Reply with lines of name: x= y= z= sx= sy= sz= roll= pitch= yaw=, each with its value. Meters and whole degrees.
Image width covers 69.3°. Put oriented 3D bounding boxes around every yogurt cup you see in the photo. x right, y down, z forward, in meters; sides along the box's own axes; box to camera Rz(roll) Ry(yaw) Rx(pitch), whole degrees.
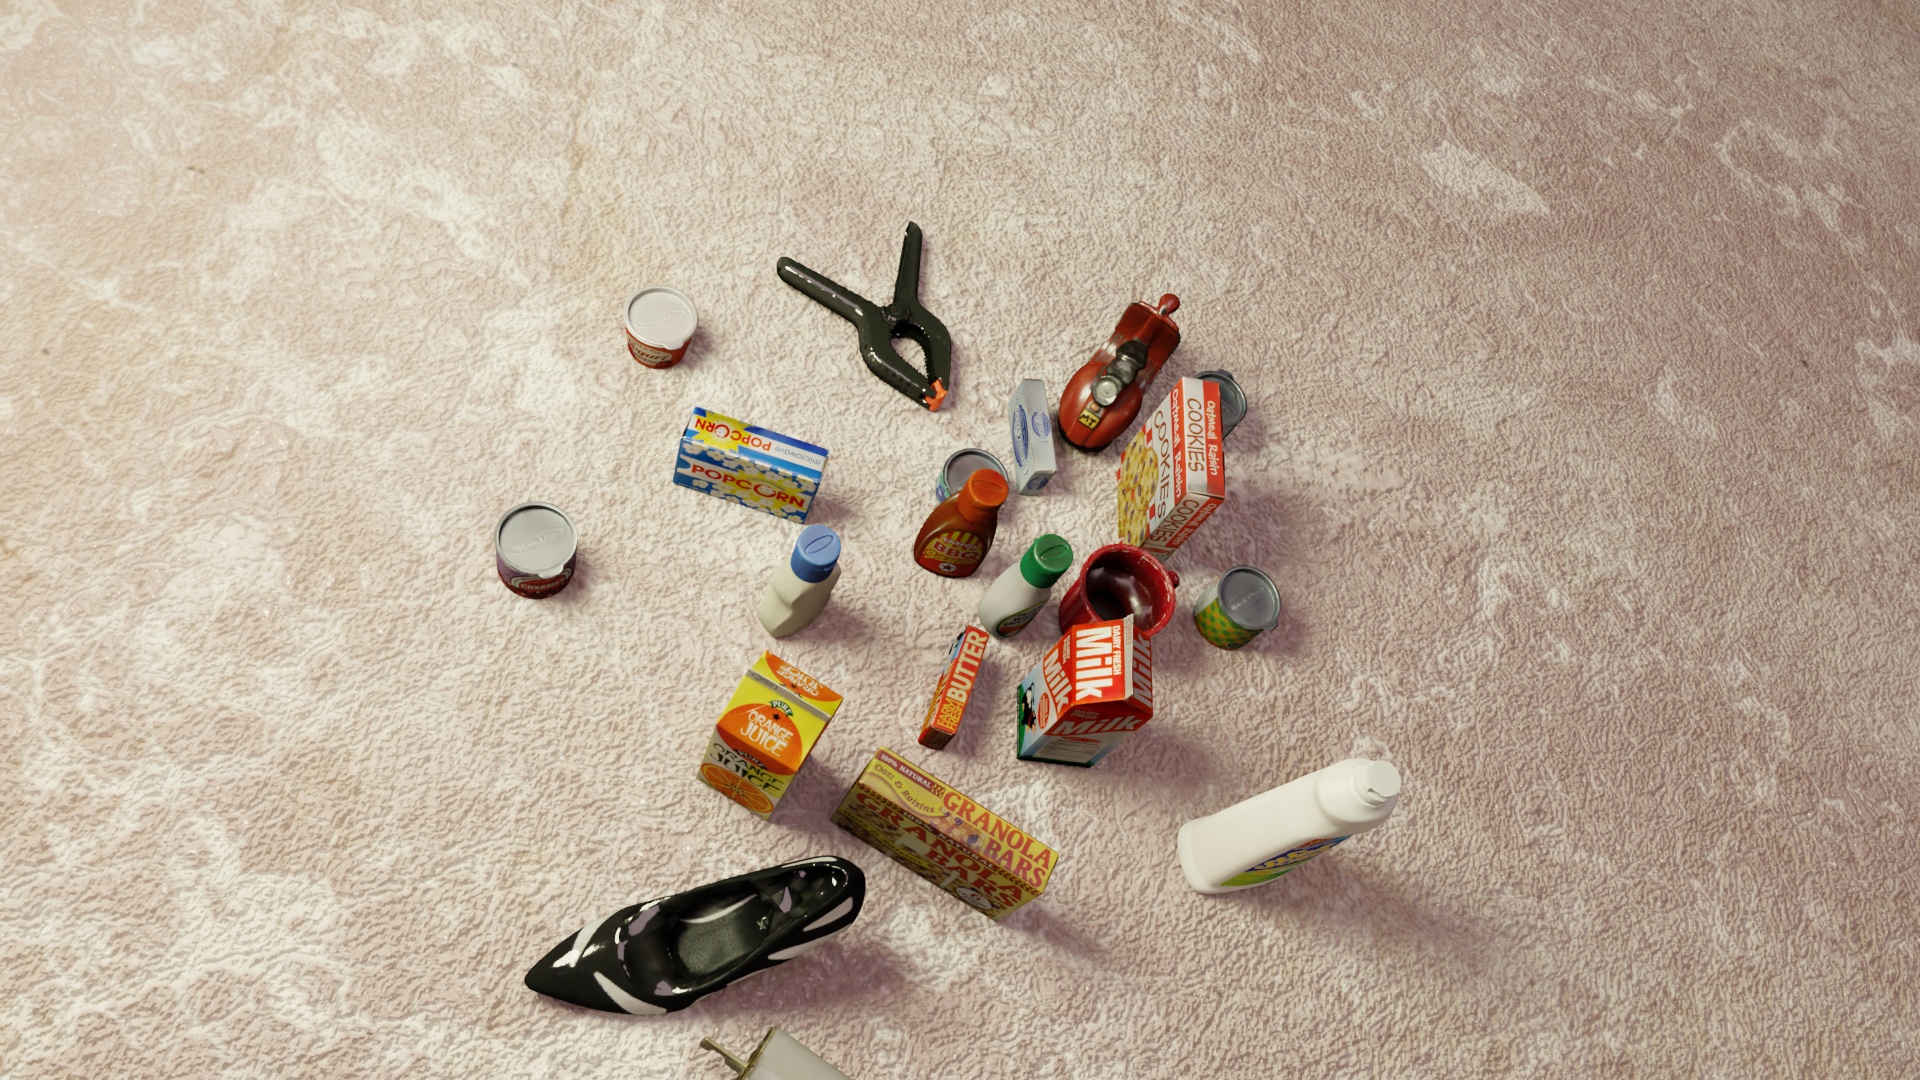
yogurt cup: x=-0.281 y=-0.196 z=1.294 sx=0.072 sy=0.053 sz=0.072 roll=7 pitch=63 yaw=-14

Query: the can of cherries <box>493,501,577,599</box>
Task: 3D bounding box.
can of cherries: x=-0.356 y=0.011 z=1.166 sx=0.071 sy=0.058 sz=0.072 roll=7 pitch=63 yaw=-14

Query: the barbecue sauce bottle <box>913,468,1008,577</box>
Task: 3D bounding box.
barbecue sauce bottle: x=0.004 y=-0.016 z=1.239 sx=0.065 sy=0.148 sz=0.044 roll=15 pitch=62 yaw=-10

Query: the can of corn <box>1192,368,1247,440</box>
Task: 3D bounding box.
can of corn: x=0.253 y=-0.133 z=1.427 sx=0.071 sy=0.058 sz=0.071 roll=7 pitch=63 yaw=-14

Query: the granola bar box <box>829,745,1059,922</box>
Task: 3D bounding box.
granola bar box: x=-0.015 y=0.239 z=1.122 sx=0.165 sy=0.123 sz=0.039 roll=32 pitch=60 yaw=-1

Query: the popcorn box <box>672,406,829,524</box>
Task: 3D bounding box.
popcorn box: x=-0.187 y=-0.066 z=1.241 sx=0.127 sy=0.085 sz=0.038 roll=18 pitch=61 yaw=-8

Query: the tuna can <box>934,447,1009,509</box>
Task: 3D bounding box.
tuna can: x=0.012 y=-0.050 z=1.325 sx=0.071 sy=0.032 sz=0.071 roll=7 pitch=63 yaw=-14

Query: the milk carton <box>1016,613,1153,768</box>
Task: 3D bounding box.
milk carton: x=0.110 y=0.129 z=1.177 sx=0.073 sy=0.189 sz=0.072 roll=9 pitch=63 yaw=-13

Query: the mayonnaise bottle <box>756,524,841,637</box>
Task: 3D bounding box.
mayonnaise bottle: x=-0.132 y=0.033 z=1.173 sx=0.065 sy=0.147 sz=0.041 roll=-30 pitch=77 yaw=-27

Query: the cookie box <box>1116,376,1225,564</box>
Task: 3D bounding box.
cookie box: x=0.196 y=-0.059 z=1.309 sx=0.040 sy=0.166 sz=0.123 roll=9 pitch=63 yaw=-13

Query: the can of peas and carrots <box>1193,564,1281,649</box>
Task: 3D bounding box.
can of peas and carrots: x=0.266 y=0.067 z=1.332 sx=0.071 sy=0.058 sz=0.071 roll=7 pitch=63 yaw=-14

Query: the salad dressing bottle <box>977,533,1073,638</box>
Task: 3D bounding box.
salad dressing bottle: x=0.058 y=0.040 z=1.229 sx=0.064 sy=0.147 sz=0.044 roll=-21 pitch=73 yaw=-25

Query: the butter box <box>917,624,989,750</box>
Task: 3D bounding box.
butter box: x=-0.006 y=0.130 z=1.219 sx=0.024 sy=0.053 sz=0.104 roll=23 pitch=60 yaw=-5

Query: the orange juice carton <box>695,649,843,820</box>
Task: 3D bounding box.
orange juice carton: x=-0.148 y=0.149 z=1.085 sx=0.072 sy=0.191 sz=0.073 roll=32 pitch=60 yaw=0

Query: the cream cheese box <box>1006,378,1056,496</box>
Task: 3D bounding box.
cream cheese box: x=0.069 y=-0.100 z=1.356 sx=0.024 sy=0.053 sz=0.104 roll=2 pitch=64 yaw=-17
